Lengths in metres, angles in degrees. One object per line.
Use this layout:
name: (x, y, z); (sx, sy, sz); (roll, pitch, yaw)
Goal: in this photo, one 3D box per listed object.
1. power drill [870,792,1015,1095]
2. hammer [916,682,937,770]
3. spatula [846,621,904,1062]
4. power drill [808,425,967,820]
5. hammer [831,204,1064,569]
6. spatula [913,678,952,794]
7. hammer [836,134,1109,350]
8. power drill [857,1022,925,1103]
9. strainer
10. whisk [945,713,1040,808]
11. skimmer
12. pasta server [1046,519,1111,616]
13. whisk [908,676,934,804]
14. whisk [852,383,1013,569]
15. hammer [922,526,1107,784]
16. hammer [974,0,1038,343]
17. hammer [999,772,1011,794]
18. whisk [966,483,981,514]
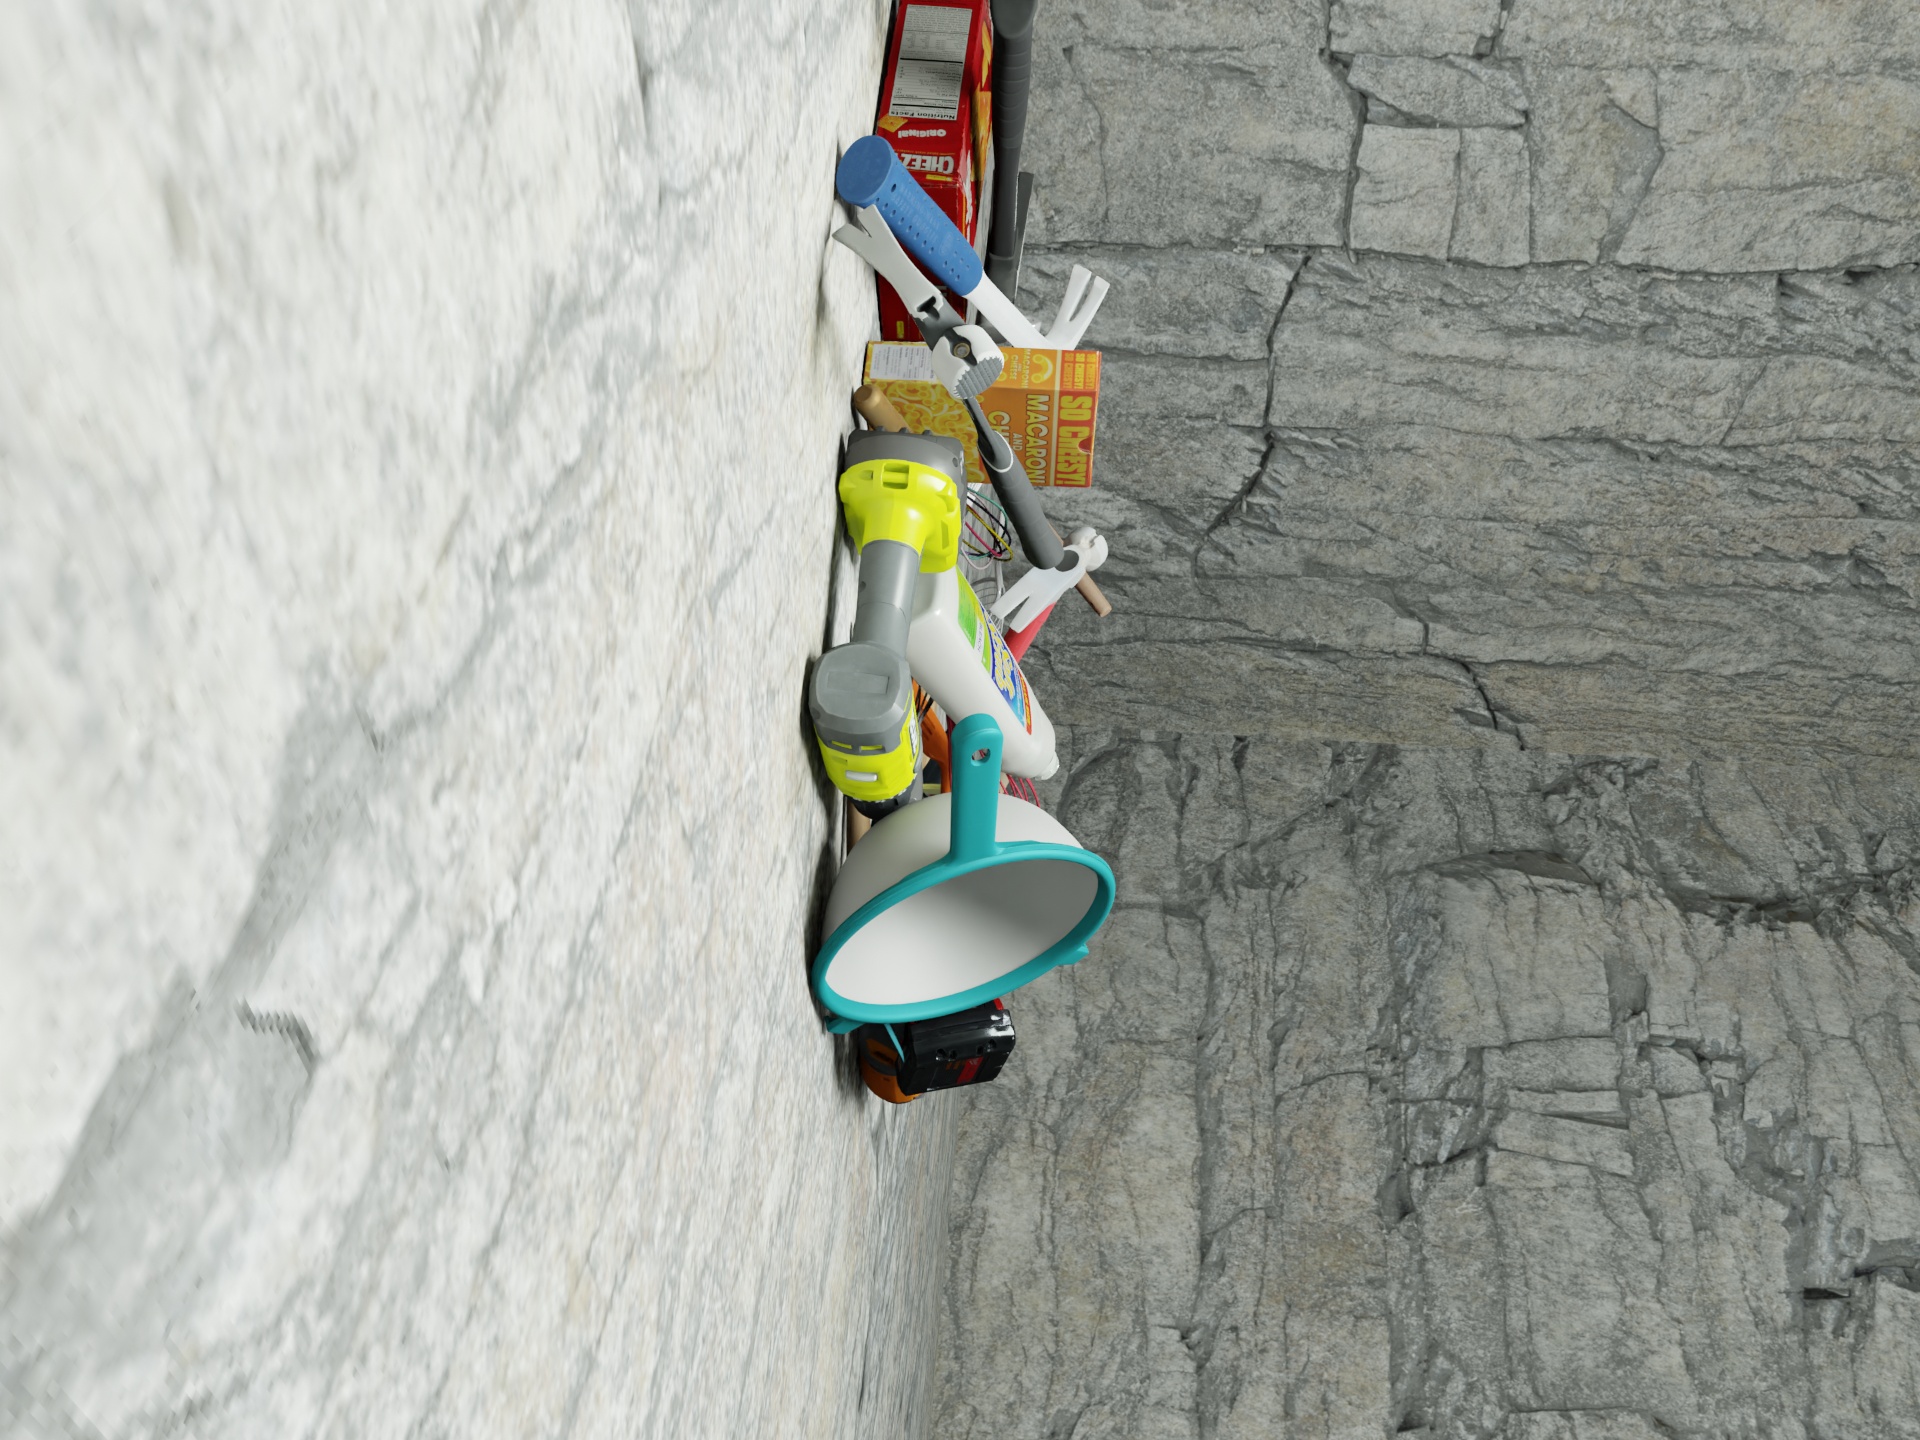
power drill: (-0.024, 0.164, 1.223); (0.143, 0.078, 0.220); (106, -27, -61)
hammer: (-0.033, -0.088, 1.635); (0.130, 0.031, 0.331); (-69, 162, -78)
spatula: (-0.064, 0.086, 1.153); (0.082, 0.044, 0.317); (-145, -124, -78)
power drill: (-0.047, -0.056, 1.044); (0.190, 0.080, 0.229); (85, 11, -66)
hammer: (0.015, -0.194, 1.073); (0.149, 0.036, 0.408); (55, 2, 21)
spatula: (-0.015, 0.107, 1.450); (0.081, 0.041, 0.322); (-65, 148, -63)
hammer: (0.012, -0.315, 1.130); (0.144, 0.035, 0.405); (-57, 161, 7)
power drill: (-0.014, 0.222, 1.363); (0.226, 0.084, 0.164); (-58, 167, -25)
strainer: (-0.008, 0.075, 1.018); (0.340, 0.211, 0.095); (93, -21, -54)
whisk: (-0.002, -0.004, 1.374); (0.073, 0.073, 0.295); (-79, 148, -67)
skimmer: (0.008, -0.189, 1.417); (0.127, 0.090, 0.363); (-79, 177, -54)
pasta server: (0.047, -0.222, 1.459); (0.316, 0.040, 0.060); (54, -17, 17)
whisk: (-0.043, 0.006, 1.234); (0.239, 0.055, 0.055); (-90, -179, -55)
whisk: (-0.015, -0.175, 1.168); (0.047, 0.051, 0.244); (54, 5, 31)
hammer: (0.014, -0.018, 1.468); (0.143, 0.038, 0.386); (-43, 170, -40)
hammer: (0.035, -0.426, 1.173); (0.334, 0.035, 0.146); (90, 7, -73)
hammer: (0.004, 0.133, 1.592); (0.146, 0.038, 0.410); (-92, -165, -49)
whisk: (0.016, -0.244, 1.530); (0.284, 0.070, 0.070); (-63, 174, -7)
